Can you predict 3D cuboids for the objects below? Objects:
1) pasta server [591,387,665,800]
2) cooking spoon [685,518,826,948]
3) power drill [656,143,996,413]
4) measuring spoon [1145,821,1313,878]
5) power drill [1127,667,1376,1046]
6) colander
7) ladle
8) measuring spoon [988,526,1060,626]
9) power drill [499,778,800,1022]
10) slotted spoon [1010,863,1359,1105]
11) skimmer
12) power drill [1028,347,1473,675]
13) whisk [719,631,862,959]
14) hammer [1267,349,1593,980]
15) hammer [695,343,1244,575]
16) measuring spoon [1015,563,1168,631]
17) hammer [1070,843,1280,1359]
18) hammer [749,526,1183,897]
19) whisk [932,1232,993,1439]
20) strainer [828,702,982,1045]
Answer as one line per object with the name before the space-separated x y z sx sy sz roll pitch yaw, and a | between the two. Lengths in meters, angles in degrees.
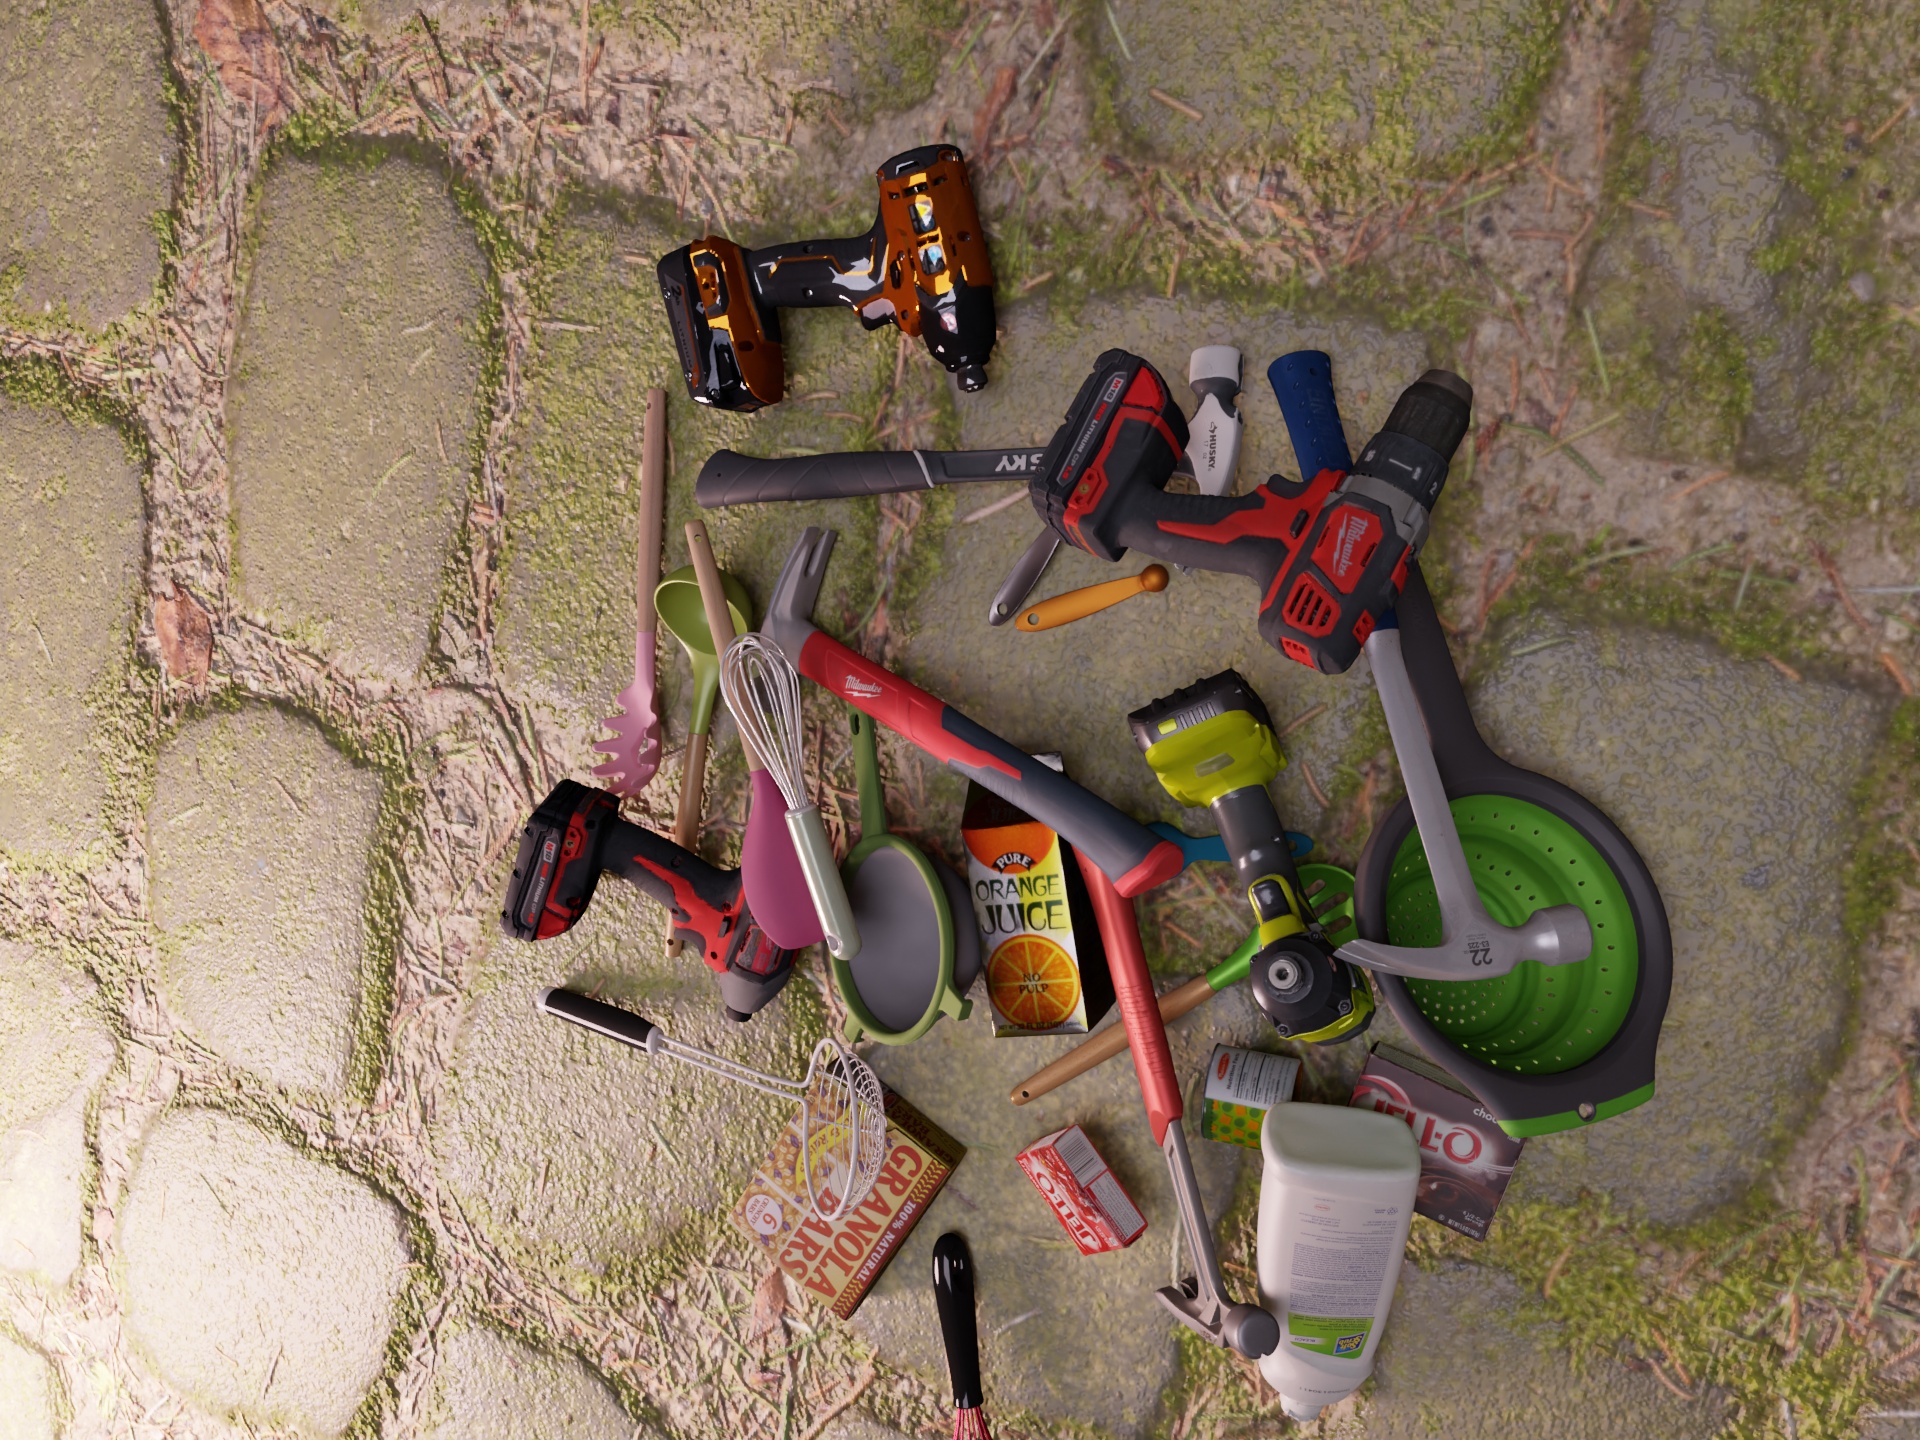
pasta server | -0.247 -0.096 1.225 0.060 0.040 0.316 11 101 41
cooking spoon | -0.152 0.010 1.150 0.068 0.017 0.319 -15 93 -8
power drill | -0.085 -0.288 1.115 0.226 0.084 0.164 -14 93 18
measuring spoon | 0.177 0.090 1.095 0.128 0.021 0.042 -5 96 23
power drill | 0.185 0.088 0.990 0.080 0.171 0.223 -25 68 14
colander | 0.304 0.061 1.007 0.204 0.094 0.397 -9 73 -17
ladle | -0.210 0.037 1.221 0.078 0.062 0.320 13 105 16
measuring spoon | 0.057 -0.115 1.120 0.034 0.018 0.124 46 117 20
power drill | -0.225 0.140 1.206 0.219 0.079 0.143 19 110 -2
slotted spoon | 0.155 0.194 1.117 0.313 0.031 0.070 -37 83 23
skimmer | -0.203 0.266 1.202 0.363 0.090 0.127 13 101 29
power drill | 0.176 -0.149 0.952 0.227 0.080 0.188 27 86 28
whisk | -0.115 0.055 1.128 0.058 0.059 0.246 -7 104 50
hammer | 0.250 -0.042 0.960 0.144 0.035 0.406 -8 71 -10
hammer | -0.007 -0.171 1.111 0.409 0.036 0.149 1 80 24
measuring spoon | 0.090 -0.084 1.110 0.117 0.011 0.021 -17 91 22
hammer | 0.130 0.241 1.082 0.036 0.149 0.359 -15 89 -16
hammer | -0.002 -0.003 1.072 0.387 0.038 0.143 30 108 37
whisk | 0.008 0.536 1.205 0.073 0.073 0.296 -7 90 22
strainer | -0.038 0.105 1.165 0.151 0.069 0.256 -26 68 50
